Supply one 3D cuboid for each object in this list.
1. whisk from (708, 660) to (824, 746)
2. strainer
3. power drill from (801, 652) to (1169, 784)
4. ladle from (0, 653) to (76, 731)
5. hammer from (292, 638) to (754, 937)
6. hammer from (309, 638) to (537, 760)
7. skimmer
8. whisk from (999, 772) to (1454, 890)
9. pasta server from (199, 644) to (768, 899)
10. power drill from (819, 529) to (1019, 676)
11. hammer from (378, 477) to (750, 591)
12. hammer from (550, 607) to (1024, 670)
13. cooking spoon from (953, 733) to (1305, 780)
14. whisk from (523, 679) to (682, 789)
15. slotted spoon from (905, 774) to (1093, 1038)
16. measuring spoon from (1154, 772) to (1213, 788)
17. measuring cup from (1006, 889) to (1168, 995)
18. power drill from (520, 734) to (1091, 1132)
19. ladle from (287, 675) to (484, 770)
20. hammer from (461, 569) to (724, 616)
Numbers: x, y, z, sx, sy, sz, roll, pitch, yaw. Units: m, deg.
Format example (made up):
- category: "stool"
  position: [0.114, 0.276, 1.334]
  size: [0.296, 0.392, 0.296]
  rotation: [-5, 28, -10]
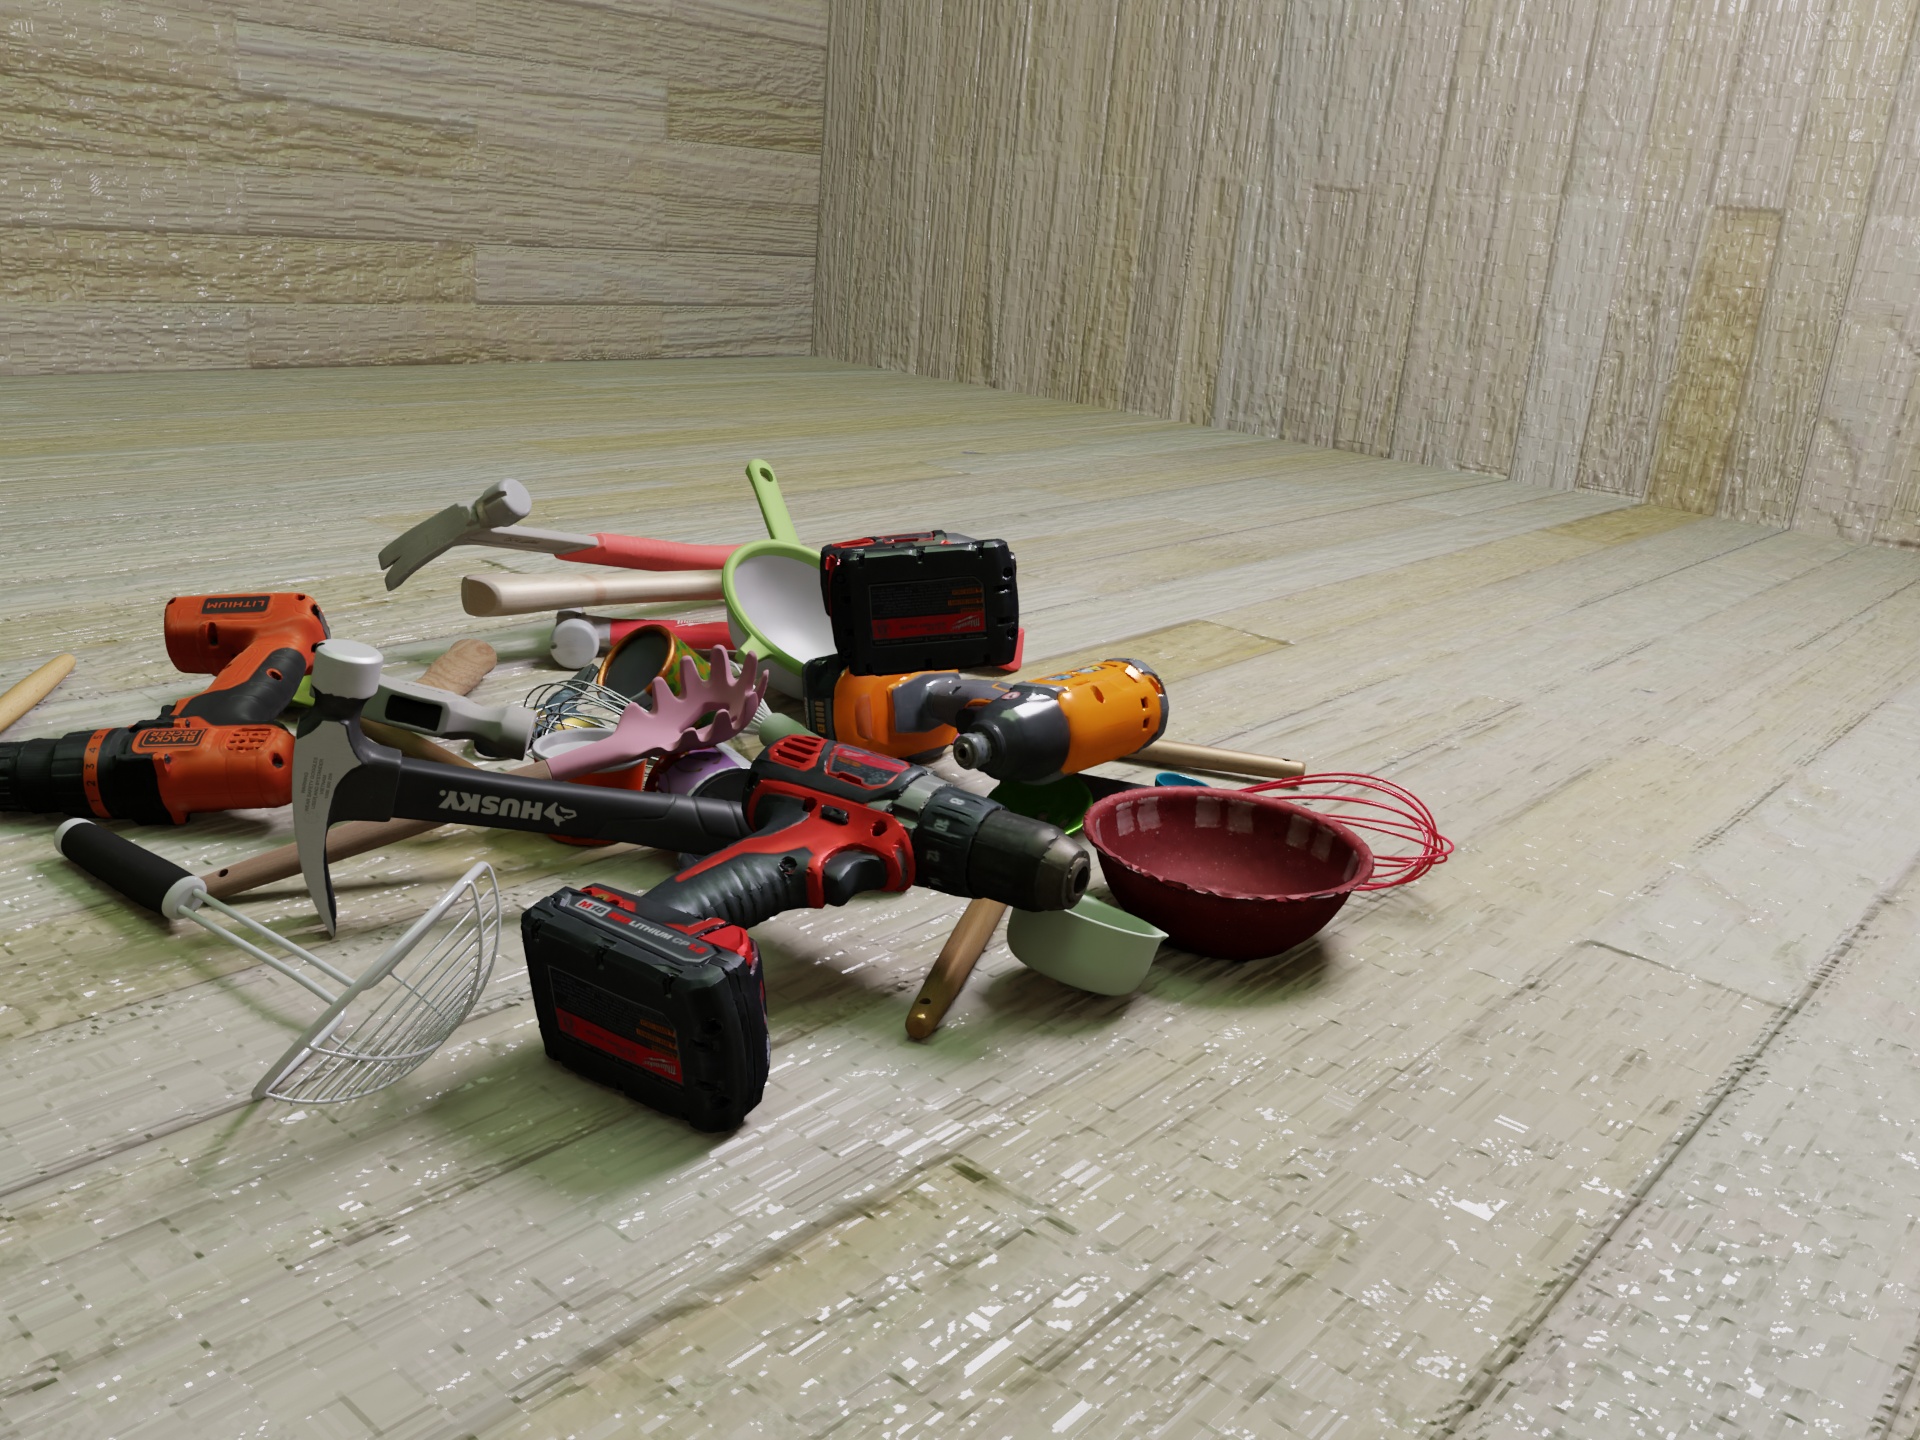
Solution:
- category: "whisk"
  position: [-0.129, 0.004, 1.073]
  size: [0.059, 0.057, 0.247]
  rotation: [-43, 38, -18]
- category: "strainer"
  position: [-0.144, -0.103, 1.258]
  size: [0.151, 0.069, 0.257]
  rotation: [11, 42, -36]
- category: "power drill"
  position: [-0.002, -0.003, 1.032]
  size: [0.227, 0.084, 0.164]
  rotation: [6, 15, 43]
- category: "ladle"
  position: [-0.611, -0.002, 1.006]
  size: [0.069, 0.031, 0.316]
  rotation: [-37, 20, -2]
- category: "hammer"
  position: [-0.179, 0.056, 0.846]
  size: [0.334, 0.146, 0.035]
  rotation: [10, 15, -23]
- category: "hammer"
  position: [-0.340, -0.027, 1.048]
  size: [0.130, 0.031, 0.331]
  rotation: [15, 4, -14]
- category: "skimmer"
  position: [-0.344, 0.080, 0.734]
  size: [0.363, 0.090, 0.127]
  rotation: [15, 52, 35]
- category: "whisk"
  position: [0.157, 0.057, 0.995]
  size: [0.296, 0.073, 0.073]
  rotation: [7, 17, 28]
- category: "pasta server"
  position: [-0.253, 0.032, 0.868]
  size: [0.316, 0.040, 0.060]
  rotation: [-20, 42, -19]
- category: "power drill"
  position: [-0.023, -0.090, 1.075]
  size: [0.143, 0.078, 0.220]
  rotation: [-5, 12, -4]
- category: "hammer"
  position: [-0.299, -0.139, 1.331]
  size: [0.149, 0.037, 0.359]
  rotation: [-23, -11, 29]
- category: "hammer"
  position: [-0.140, -0.073, 1.336]
  size: [0.386, 0.038, 0.143]
  rotation: [2, 17, -9]
- category: "cooking spoon"
  position: [0.090, 0.014, 1.161]
  size: [0.319, 0.017, 0.069]
  rotation: [8, 19, 13]
- category: "whisk"
  position: [-0.149, 0.035, 0.988]
  size: [0.285, 0.070, 0.070]
  rotation: [16, 20, 15]
- category: "slotted spoon"
  position: [0.018, 0.095, 0.887]
  size: [0.070, 0.031, 0.314]
  rotation: [2, 19, 15]
- category: "measuring spoon"
  position: [0.181, 0.069, 1.034]
  size: [0.129, 0.021, 0.042]
  rotation: [27, 21, 29]
- category: "measuring cup"
  position: [0.059, 0.110, 0.846]
  size: [0.083, 0.038, 0.167]
  rotation: [19, 1, -1]
- category: "power drill"
  position: [-0.065, 0.087, 0.733]
  size: [0.188, 0.080, 0.227]
  rotation: [15, 32, 29]
- category: "ladle"
  position: [-0.380, -0.005, 1.044]
  size: [0.320, 0.062, 0.078]
  rotation: [21, 12, 34]
- category: "hammer"
  position: [-0.207, -0.115, 1.331]
  size: [0.410, 0.038, 0.146]
  rotation: [-4, 16, -28]
